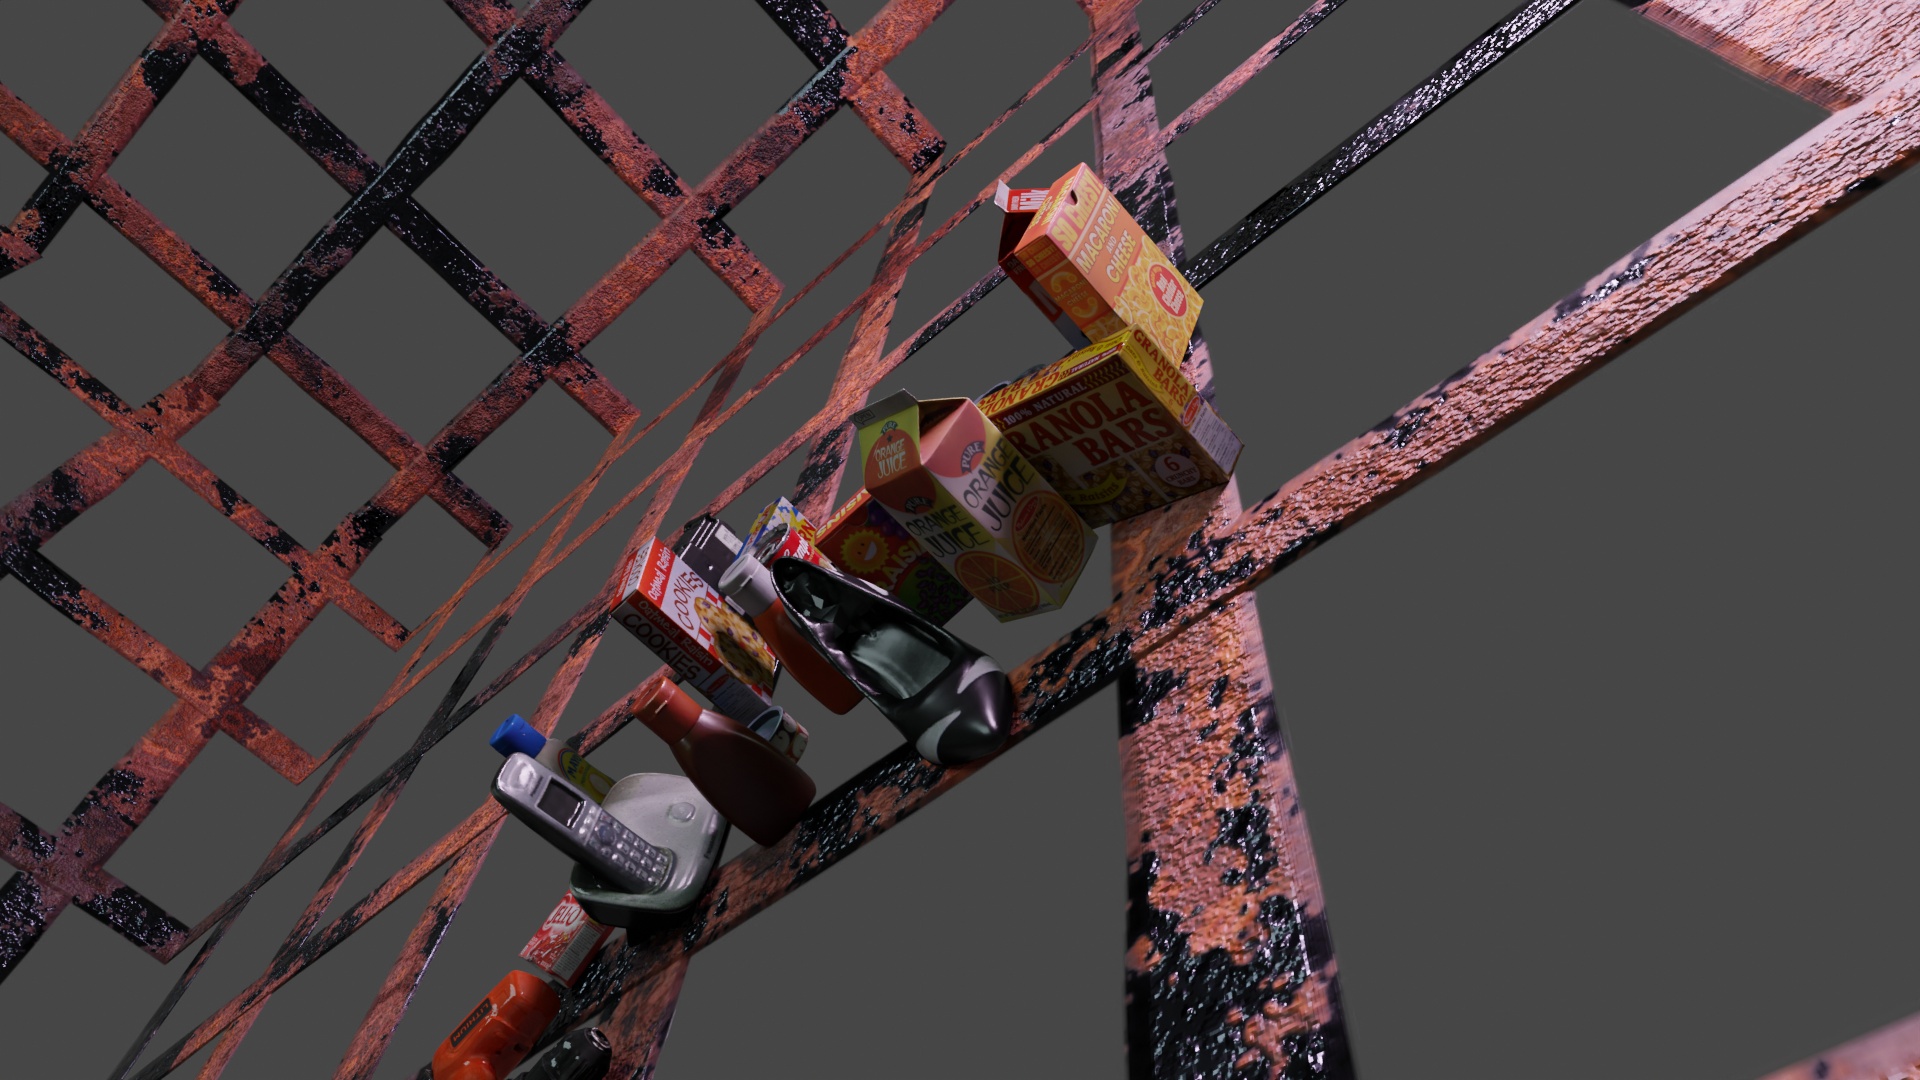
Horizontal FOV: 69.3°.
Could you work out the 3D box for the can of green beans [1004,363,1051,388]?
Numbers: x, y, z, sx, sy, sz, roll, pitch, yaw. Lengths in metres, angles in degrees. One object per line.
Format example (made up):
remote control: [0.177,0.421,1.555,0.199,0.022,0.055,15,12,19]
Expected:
can of green beans: [0.069,-0.114,1.235,0.071,0.057,0.071,-38,20,17]

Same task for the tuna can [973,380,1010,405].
tuna can: [0.034,-0.122,1.357,0.071,0.033,0.071,-38,21,17]

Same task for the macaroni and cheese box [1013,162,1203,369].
macaroni and cheese box: [0.129,-0.221,1.169,0.040,0.166,0.124,-28,26,40]

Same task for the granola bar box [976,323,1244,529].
granola bar box: [0.099,-0.073,0.996,0.165,0.124,0.039,-22,30,48]

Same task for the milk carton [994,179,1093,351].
milk carton: [0.096,-0.243,1.245,0.073,0.190,0.073,-37,21,22]

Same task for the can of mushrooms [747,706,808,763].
can of mushrooms: [-0.160,0.174,1.148,0.071,0.033,0.071,-38,21,17]

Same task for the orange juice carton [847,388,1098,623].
orange juice carton: [0.004,-0.033,1.002,0.071,0.192,0.073,-19,32,51]

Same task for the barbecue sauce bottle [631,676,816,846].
barbecue sauce bottle: [-0.180,0.162,1.041,0.065,0.148,0.043,-48,20,-9]

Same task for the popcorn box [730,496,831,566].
popcorn box: [-0.182,0.025,1.412,0.038,0.085,0.127,-33,23,31]

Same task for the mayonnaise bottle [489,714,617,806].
mayonnaise bottle: [-0.372,0.222,1.300,0.041,0.148,0.065,-39,20,16]

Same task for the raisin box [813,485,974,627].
raisin box: [-0.045,0.012,1.111,0.086,0.123,0.040,-42,20,8]

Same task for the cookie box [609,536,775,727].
cookie box: [-0.247,0.085,1.300,0.040,0.167,0.123,-41,20,11]

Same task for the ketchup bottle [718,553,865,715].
ketchup bottle: [-0.129,0.072,1.120,0.065,0.148,0.043,-48,20,-8]
